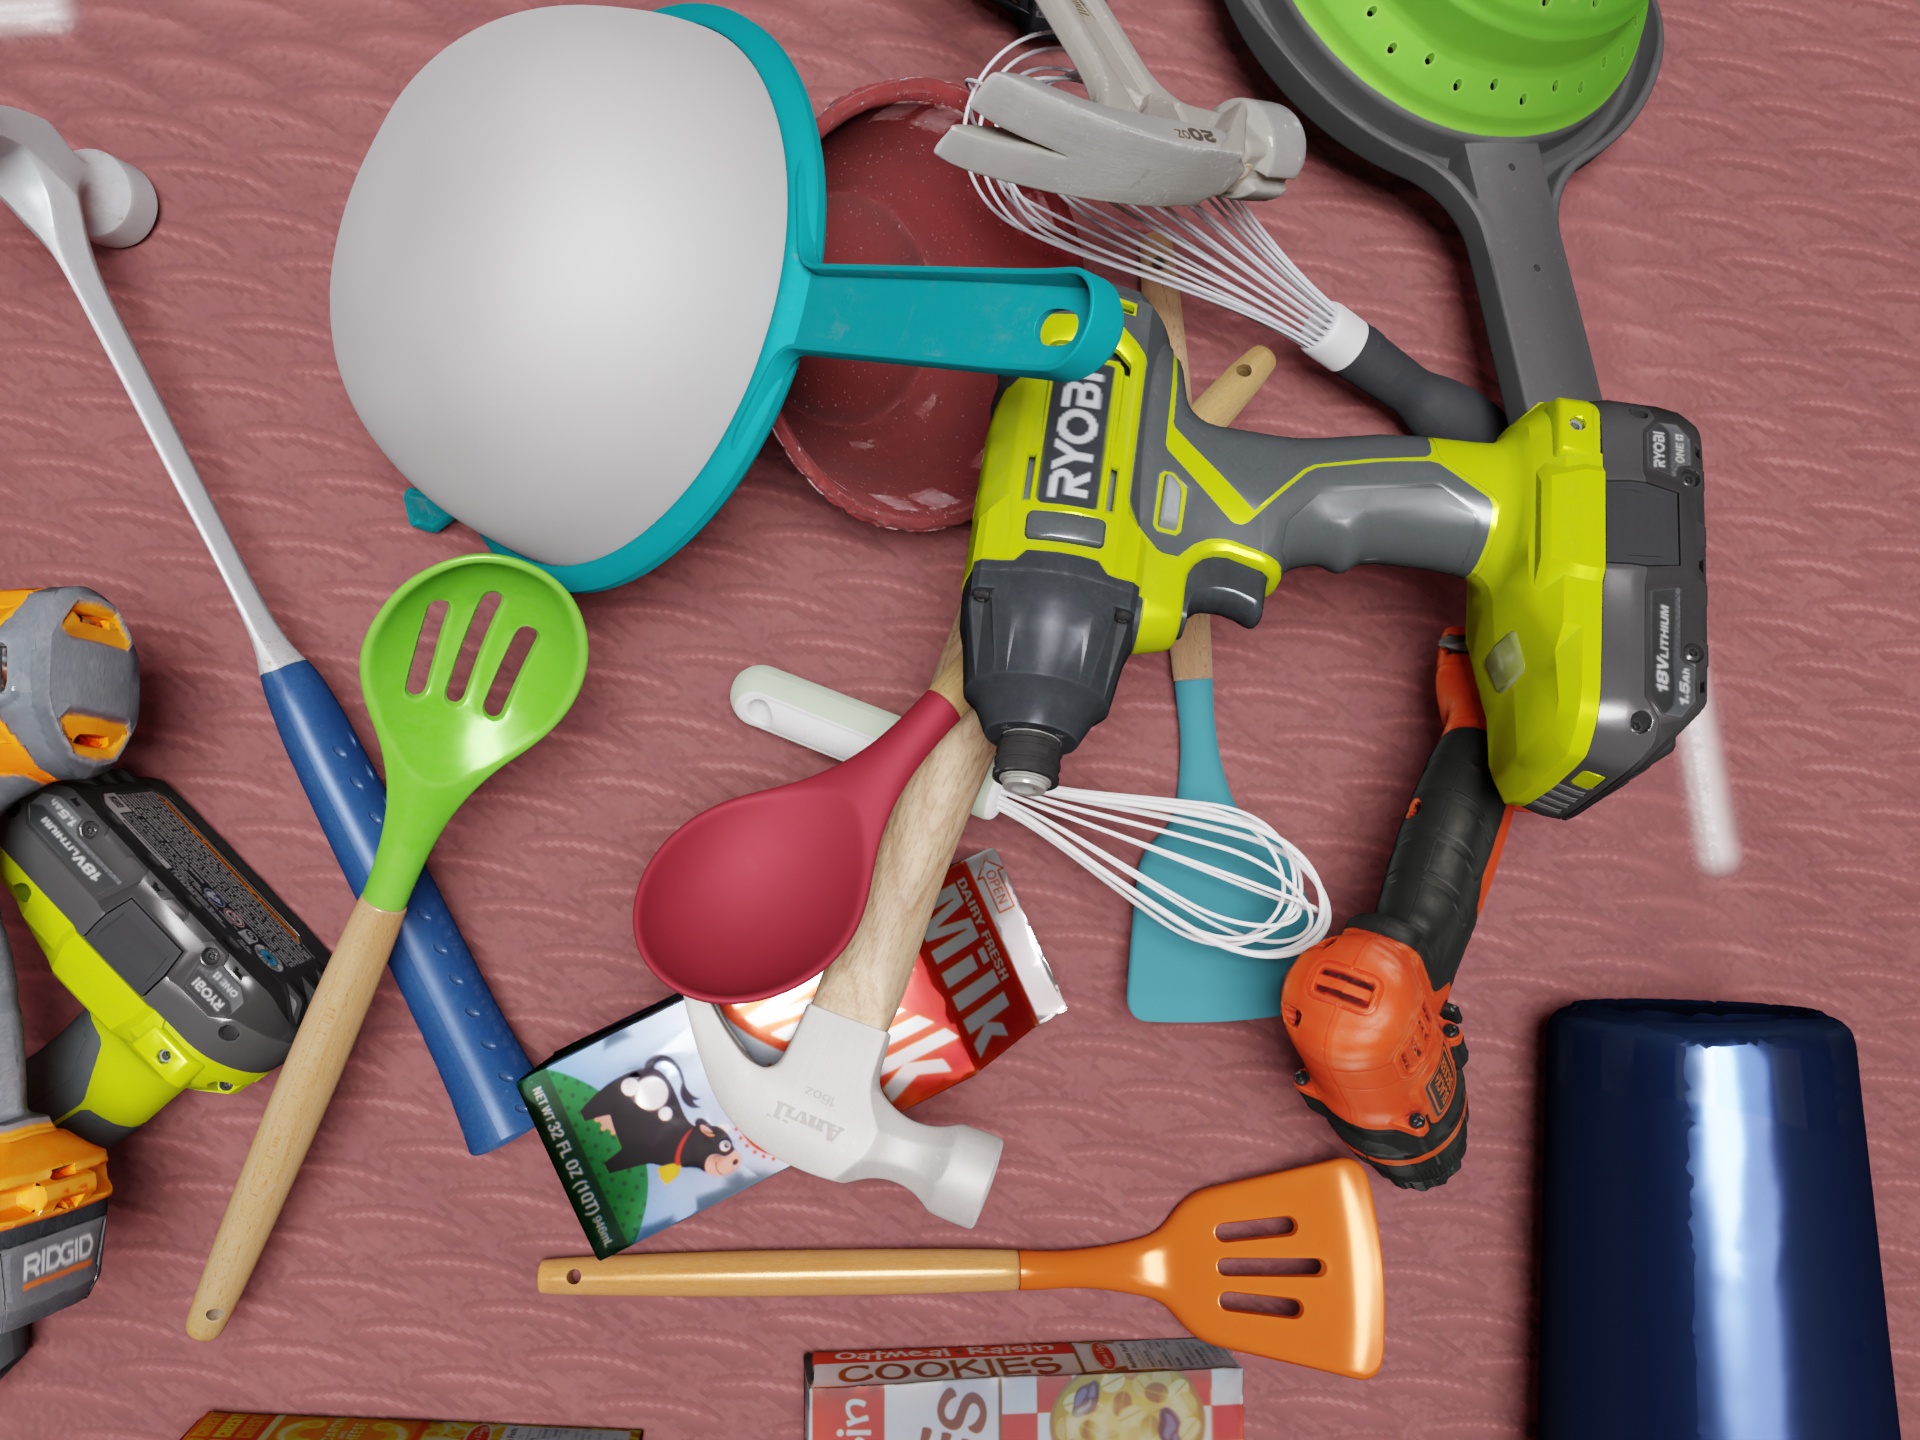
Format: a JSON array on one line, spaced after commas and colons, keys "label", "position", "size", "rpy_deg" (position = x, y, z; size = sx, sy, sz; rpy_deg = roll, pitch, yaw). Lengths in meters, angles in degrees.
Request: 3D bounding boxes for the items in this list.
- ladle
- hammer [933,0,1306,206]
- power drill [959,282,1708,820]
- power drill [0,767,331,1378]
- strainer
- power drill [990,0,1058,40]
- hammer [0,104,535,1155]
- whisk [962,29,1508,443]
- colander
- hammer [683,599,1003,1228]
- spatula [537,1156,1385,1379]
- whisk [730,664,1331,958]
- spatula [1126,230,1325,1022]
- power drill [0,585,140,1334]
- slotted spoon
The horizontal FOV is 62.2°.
[{"label": "ladle", "position": [0.010, -0.025, 0.550], "size": [0.069, 0.031, 0.315], "rpy_deg": [39, 74, 15]}, {"label": "hammer", "position": [-0.018, -0.317, 0.525], "size": [0.149, 0.036, 0.359], "rpy_deg": [-11, 68, -43]}, {"label": "power drill", "position": [0.114, -0.045, 0.516], "size": [0.223, 0.080, 0.171], "rpy_deg": [9, 69, 0]}, {"label": "power drill", "position": [-0.366, 0.124, 0.573], "size": [0.228, 0.080, 0.190], "rpy_deg": [-43, 92, -3]}, {"label": "strainer", "position": [-0.105, -0.140, 0.492], "size": [0.095, 0.341, 0.211], "rpy_deg": [11, 95, -46]}, {"label": "power drill", "position": [-0.035, -0.360, 0.624], "size": [0.226, 0.084, 0.185], "rpy_deg": [32, 85, 2]}, {"label": "hammer", "position": [-0.253, -0.028, 0.576], "size": [0.035, 0.144, 0.405], "rpy_deg": [-25, 96, 1]}, {"label": "whisk", "position": [0.119, -0.161, 0.602], "size": [0.284, 0.070, 0.070], "rpy_deg": [26, 85, -25]}, {"label": "colander", "position": [0.219, -0.237, 0.594], "size": [0.204, 0.094, 0.397], "rpy_deg": [-6, 79, -18]}, {"label": "hammer", "position": [-0.001, -0.002, 0.572], "size": [0.130, 0.031, 0.331], "rpy_deg": [19, 74, 4]}, {"label": "spatula", "position": [-0.001, 0.213, 0.615], "size": [0.322, 0.041, 0.081], "rpy_deg": [0, 74, -3]}, {"label": "whisk", "position": [0.021, 0.030, 0.601], "size": [0.246, 0.057, 0.059], "rpy_deg": [21, 43, 14]}, {"label": "spatula", "position": [0.093, -0.043, 0.634], "size": [0.082, 0.044, 0.317], "rpy_deg": [-5, 86, 4]}, {"label": "power drill", "position": [-0.352, 0.072, 0.500], "size": [0.164, 0.084, 0.226], "rpy_deg": [-2, 84, 2]}, {"label": "slotted spoon", "position": [-0.209, 0.083, 0.545], "size": [0.070, 0.031, 0.313], "rpy_deg": [19, 103, -28]}]
